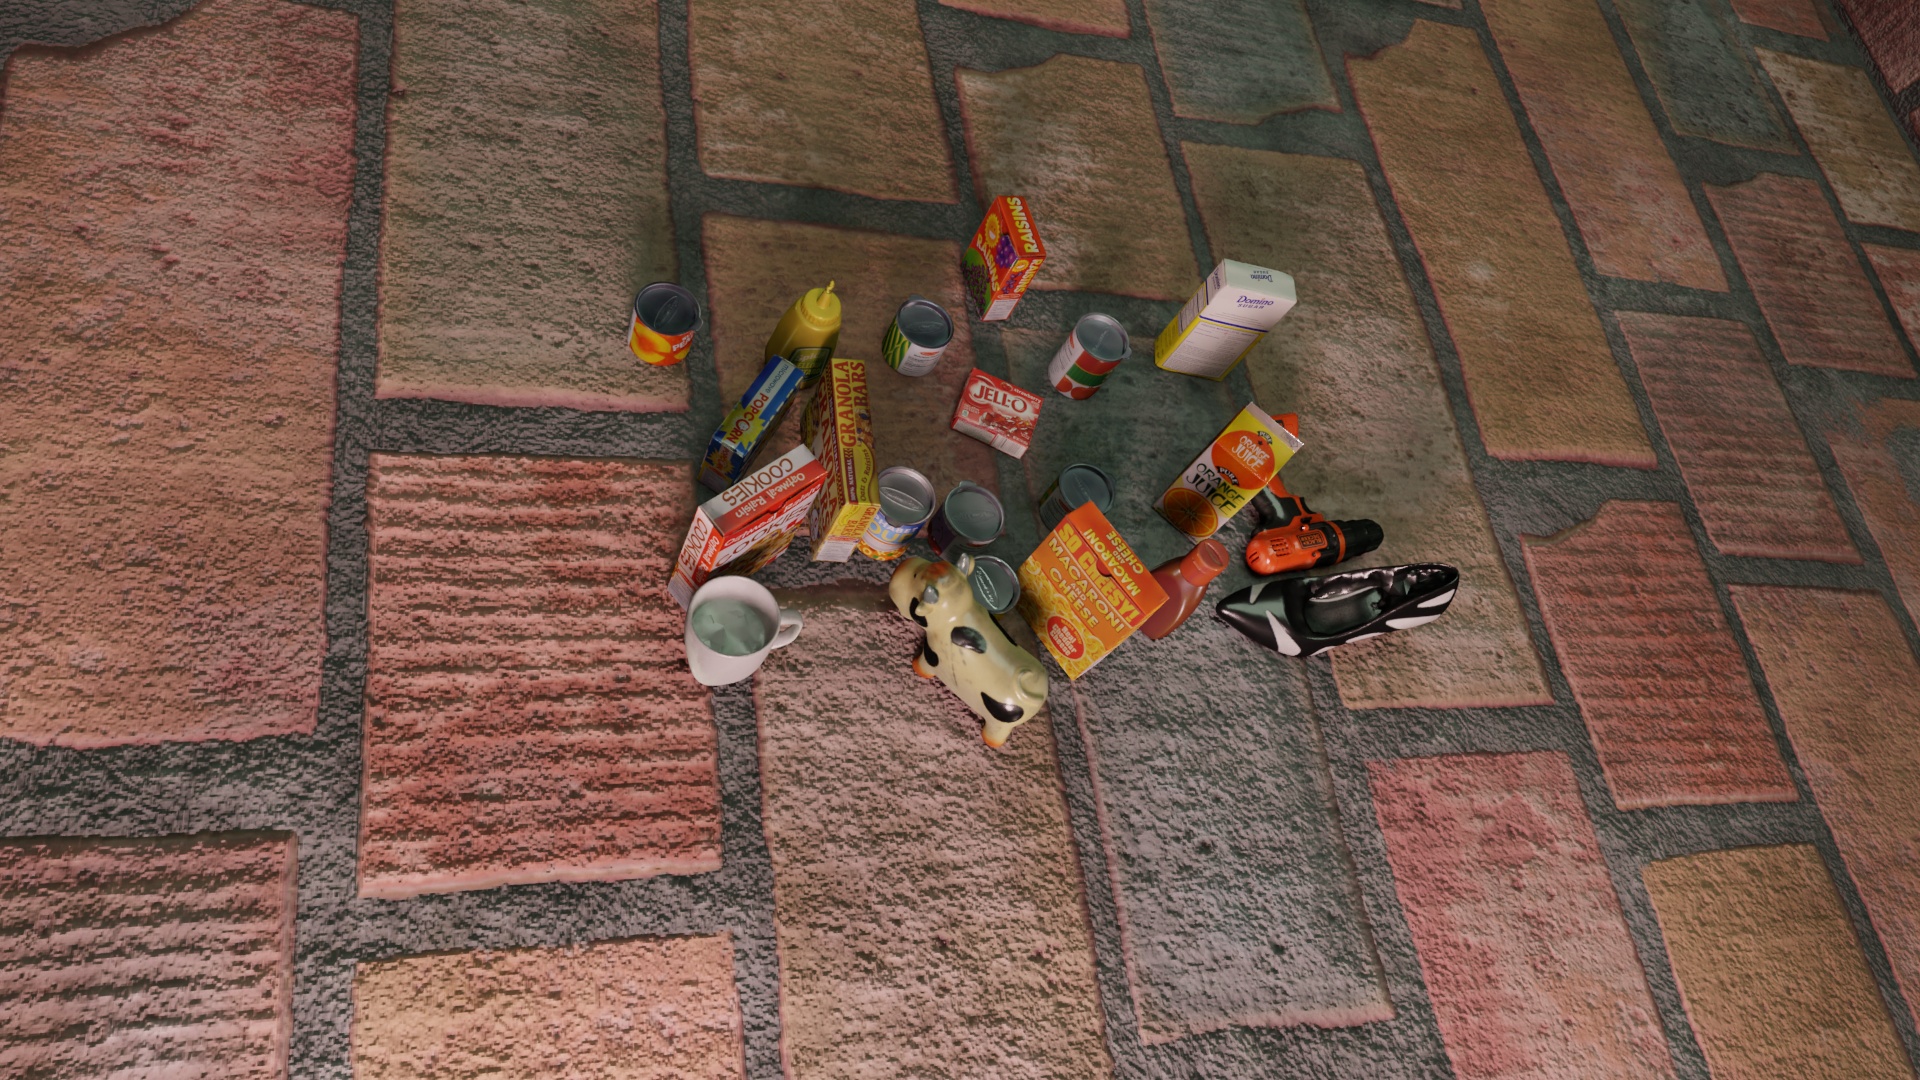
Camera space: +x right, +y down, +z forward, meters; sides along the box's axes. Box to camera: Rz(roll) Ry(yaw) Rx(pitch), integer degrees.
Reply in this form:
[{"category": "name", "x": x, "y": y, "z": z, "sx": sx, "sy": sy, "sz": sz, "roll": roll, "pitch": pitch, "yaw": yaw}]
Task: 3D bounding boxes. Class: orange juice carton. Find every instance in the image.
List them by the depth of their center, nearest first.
[{"category": "orange juice carton", "x": 0.293, "y": -0.078, "z": 1.507, "sx": 0.072, "sy": 0.191, "sz": 0.073, "roll": 42, "pitch": 56, "yaw": 3}]

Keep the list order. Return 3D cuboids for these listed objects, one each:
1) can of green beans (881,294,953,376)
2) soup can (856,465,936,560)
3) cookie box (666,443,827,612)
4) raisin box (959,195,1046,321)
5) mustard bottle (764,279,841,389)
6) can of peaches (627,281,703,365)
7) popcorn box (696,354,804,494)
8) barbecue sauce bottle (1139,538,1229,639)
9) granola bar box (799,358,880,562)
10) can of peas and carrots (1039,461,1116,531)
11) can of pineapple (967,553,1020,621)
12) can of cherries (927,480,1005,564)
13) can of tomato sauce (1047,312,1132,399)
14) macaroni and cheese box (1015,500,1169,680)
[{"category": "can of green beans", "x": -0.048, "y": -0.223, "z": 1.527, "sx": 0.071, "sy": 0.057, "sz": 0.071, "roll": 10, "pitch": 60, "yaw": -17}, {"category": "soup can", "x": -0.070, "y": -0.024, "z": 1.392, "sx": 0.071, "sy": 0.083, "sz": 0.071, "roll": 10, "pitch": 60, "yaw": -17}, {"category": "cookie box", "x": -0.198, "y": -0.008, "z": 1.280, "sx": 0.123, "sy": 0.166, "sz": 0.040, "roll": -36, "pitch": 81, "yaw": -33}, {"category": "raisin box", "x": 0.047, "y": -0.320, "z": 1.581, "sx": 0.040, "sy": 0.122, "sz": 0.086, "roll": -6, "pitch": 66, "yaw": -25}, {"category": "mustard bottle", "x": -0.155, "y": -0.213, "z": 1.415, "sx": 0.065, "sy": 0.159, "sz": 0.049, "roll": -5, "pitch": 65, "yaw": -25}, {"category": "can of peaches", "x": -0.302, "y": -0.220, "z": 1.420, "sx": 0.071, "sy": 0.057, "sz": 0.071, "roll": 10, "pitch": 60, "yaw": -17}, {"category": "popcorn box", "x": -0.208, "y": -0.114, "z": 1.384, "sx": 0.038, "sy": 0.084, "sz": 0.127, "roll": 32, "pitch": 55, "yaw": -3}, {"category": "barbecue sauce bottle", "x": 0.225, "y": 0.047, "z": 1.437, "sx": 0.044, "sy": 0.147, "sz": 0.065, "roll": -25, "pitch": 75, "yaw": -31}, {"category": "granola bar box", "x": -0.122, "y": -0.078, "z": 1.376, "sx": 0.039, "sy": 0.123, "sz": 0.166, "roll": 3, "pitch": 62, "yaw": -21}, {"category": "can of peas and carrots", "x": 0.127, "y": -0.043, "z": 1.500, "sx": 0.071, "sy": 0.058, "sz": 0.071, "roll": 10, "pitch": 60, "yaw": -17}, {"category": "can of pineapple", "x": 0.018, "y": 0.055, "z": 1.400, "sx": 0.071, "sy": 0.057, "sz": 0.071, "roll": 10, "pitch": 60, "yaw": -17}, {"category": "can of cherries", "x": 0.005, "y": -0.018, "z": 1.435, "sx": 0.071, "sy": 0.058, "sz": 0.072, "roll": 10, "pitch": 60, "yaw": -17}, {"category": "can of tomato sauce", "x": 0.147, "y": -0.208, "z": 1.585, "sx": 0.071, "sy": 0.082, "sz": 0.071, "roll": 10, "pitch": 60, "yaw": -17}, {"category": "macaroni and cheese box", "x": 0.120, "y": 0.053, "z": 1.378, "sx": 0.040, "sy": 0.165, "sz": 0.124, "roll": -31, "pitch": 78, "yaw": -33}]
